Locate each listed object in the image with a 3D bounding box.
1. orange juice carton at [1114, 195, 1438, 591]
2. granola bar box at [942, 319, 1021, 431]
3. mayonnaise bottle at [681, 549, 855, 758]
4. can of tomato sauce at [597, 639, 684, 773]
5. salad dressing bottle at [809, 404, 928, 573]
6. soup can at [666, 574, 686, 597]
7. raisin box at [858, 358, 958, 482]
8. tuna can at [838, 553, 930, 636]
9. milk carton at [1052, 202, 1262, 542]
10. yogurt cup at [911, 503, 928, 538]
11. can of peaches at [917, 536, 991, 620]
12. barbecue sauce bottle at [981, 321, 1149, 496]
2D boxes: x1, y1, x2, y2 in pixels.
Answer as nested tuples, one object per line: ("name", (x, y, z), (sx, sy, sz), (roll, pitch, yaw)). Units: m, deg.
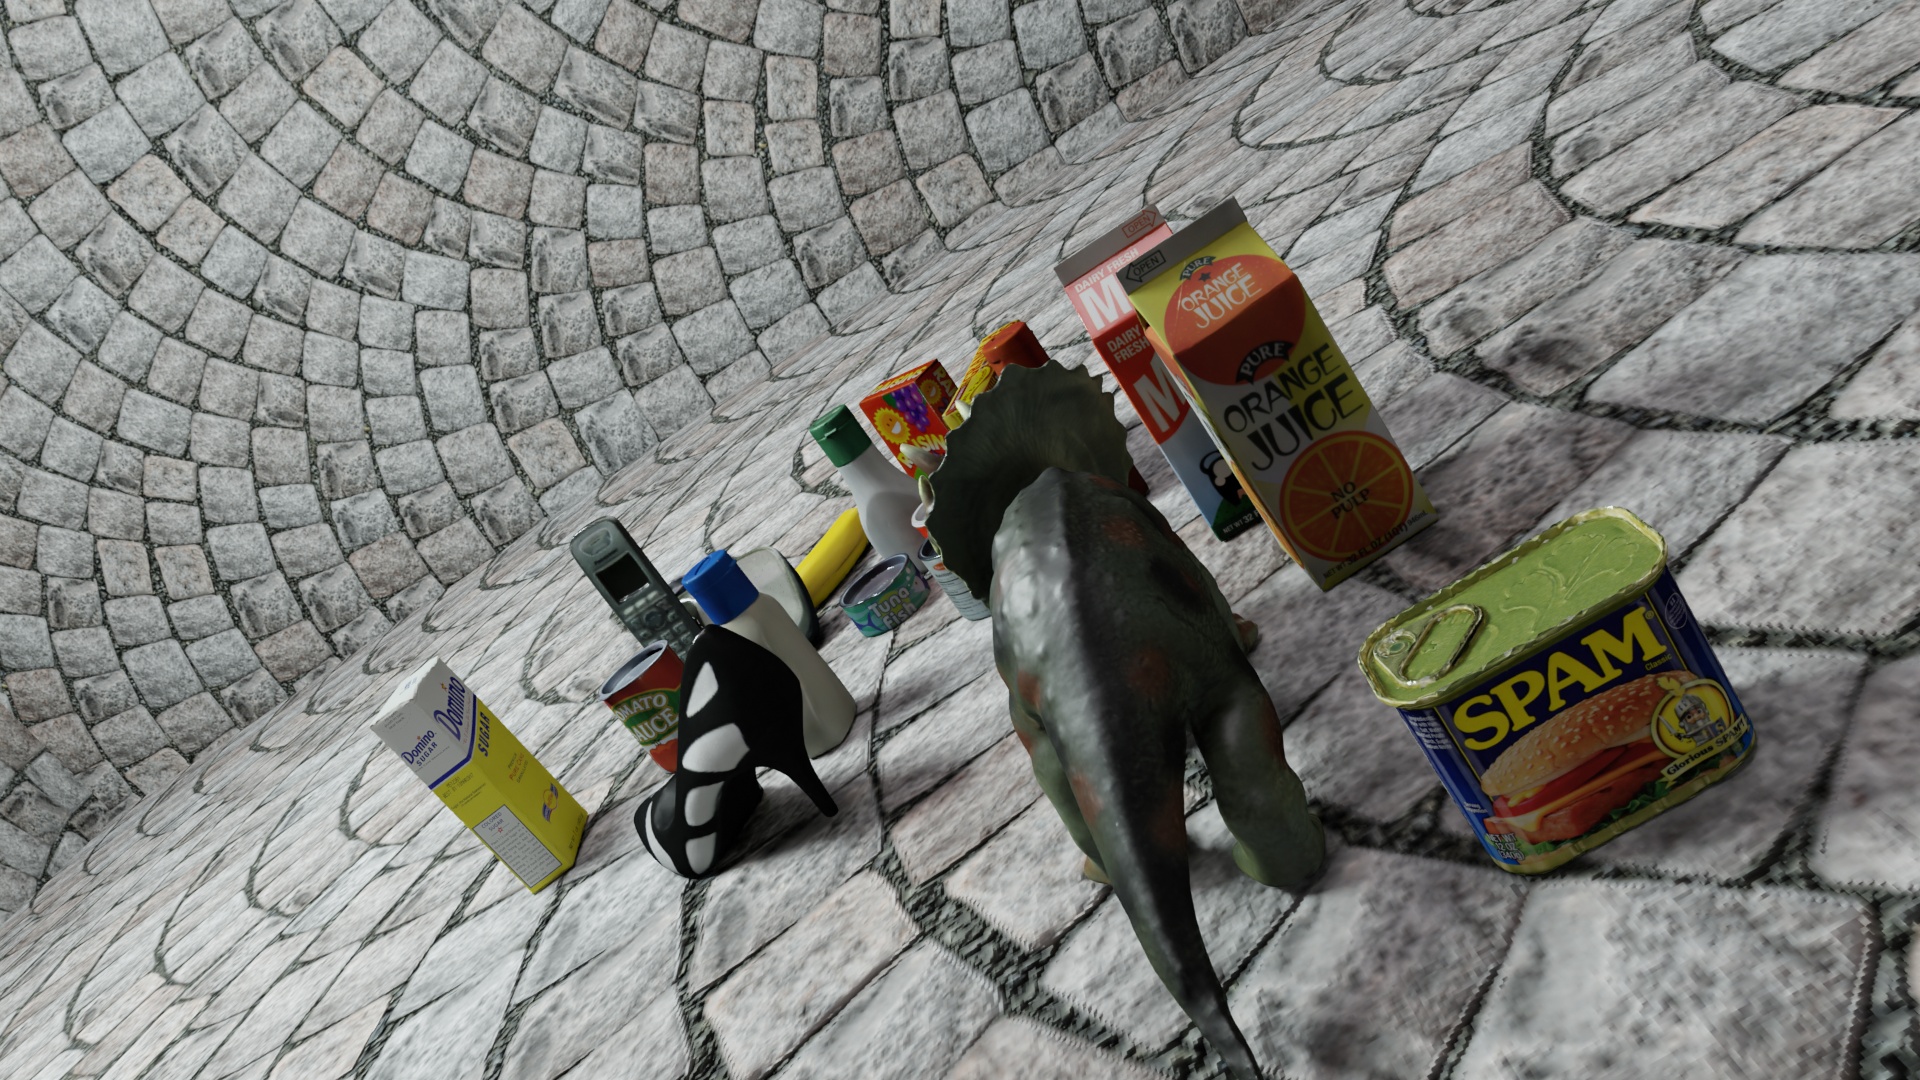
("orange juice carton", (0.158, -0.077, 0.711), (0.072, 0.192, 0.073), (-34, 17, 6))
("granola bar box", (0.050, -0.084, 1.056), (0.039, 0.124, 0.166), (-28, 18, 24))
("mayonnaise bottle", (-0.128, 0.074, 0.931), (0.041, 0.148, 0.065), (-30, 17, 17))
("can of tomato sauce", (-0.232, 0.132, 1.087), (0.071, 0.083, 0.071), (-32, 17, 11))
("salad dressing bottle", (-0.064, -0.041, 1.119), (0.064, 0.147, 0.044), (-32, 17, 12))
("soup can", (-0.242, 0.081, 1.240), (0.071, 0.083, 0.071), (-32, 17, 11))
("raisin box", (-0.020, -0.089, 1.205), (0.086, 0.123, 0.040), (-14, 27, 51))
("tuna can", (-0.058, 0.043, 1.078), (0.071, 0.032, 0.071), (-32, 17, 11))
("milk carton", (0.134, -0.102, 0.829), (0.072, 0.190, 0.074), (-32, 17, 13))
("yogurt cup", (0.004, -0.013, 1.075), (0.072, 0.054, 0.072), (-32, 17, 11))
("can of peaches", (0.014, 0.013, 0.977), (0.071, 0.058, 0.071), (-32, 17, 11))
("barbecue sauce bottle", (0.071, -0.083, 0.972), (0.044, 0.148, 0.065), (-42, 18, -22))
